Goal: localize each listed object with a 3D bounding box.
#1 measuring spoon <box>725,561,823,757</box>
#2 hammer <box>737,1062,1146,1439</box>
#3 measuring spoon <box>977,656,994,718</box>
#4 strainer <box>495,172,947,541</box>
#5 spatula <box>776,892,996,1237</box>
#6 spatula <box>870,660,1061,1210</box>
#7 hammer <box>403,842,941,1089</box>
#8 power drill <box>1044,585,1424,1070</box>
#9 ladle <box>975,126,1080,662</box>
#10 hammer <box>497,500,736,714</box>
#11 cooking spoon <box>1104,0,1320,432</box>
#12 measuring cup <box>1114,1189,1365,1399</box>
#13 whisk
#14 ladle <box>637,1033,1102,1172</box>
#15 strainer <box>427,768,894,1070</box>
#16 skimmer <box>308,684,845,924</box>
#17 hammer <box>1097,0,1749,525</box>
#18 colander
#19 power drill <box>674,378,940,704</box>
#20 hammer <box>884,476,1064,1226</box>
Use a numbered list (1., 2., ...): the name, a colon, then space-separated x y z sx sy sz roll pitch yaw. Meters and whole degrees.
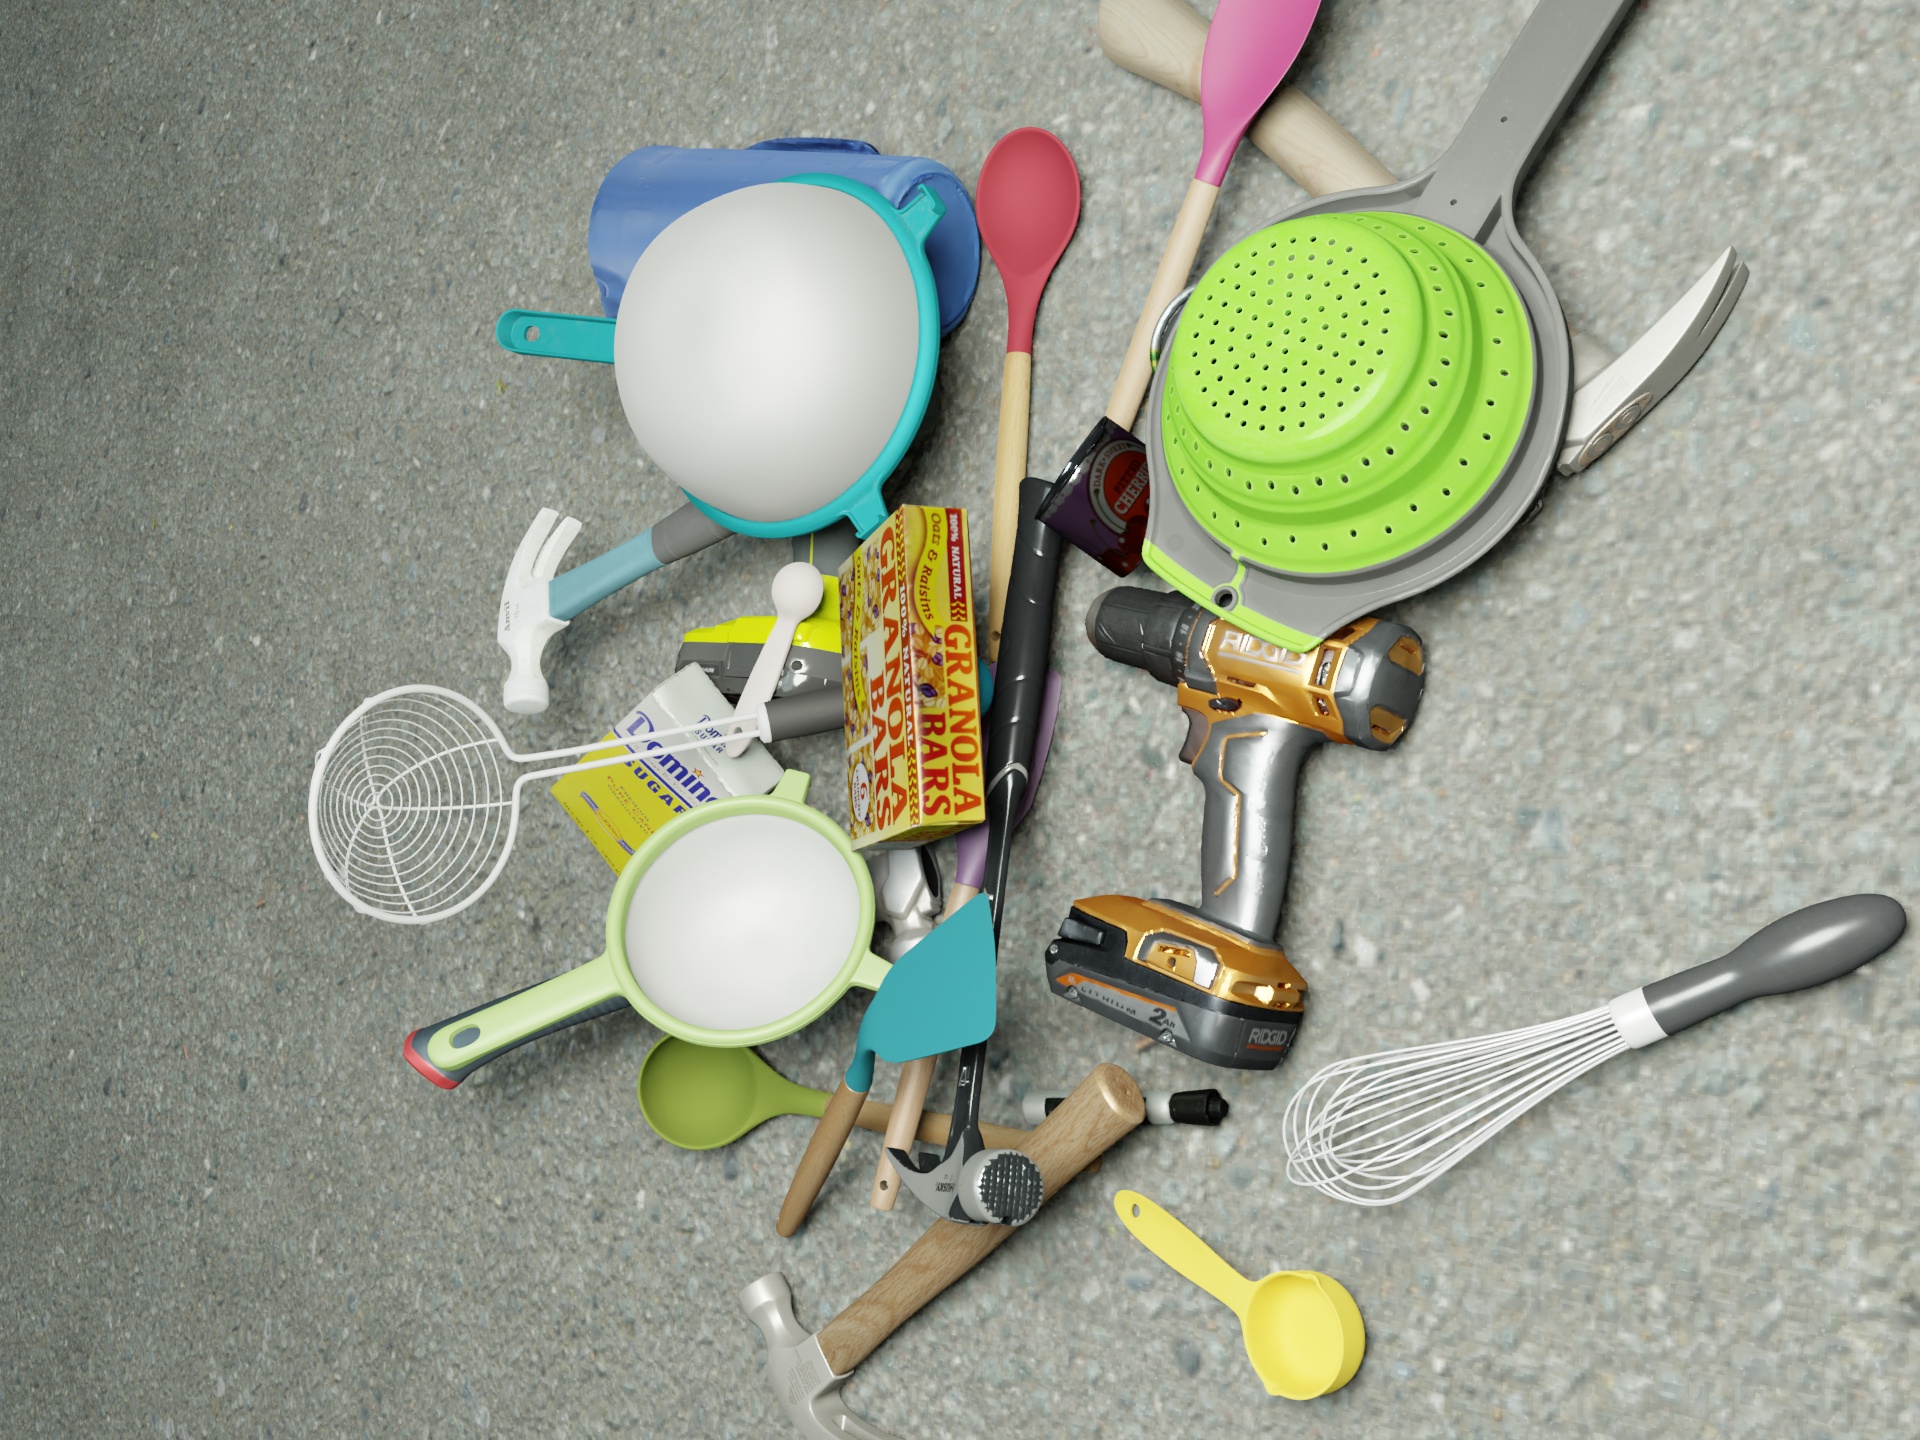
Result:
1. measuring spoon: -0.116 -0.036 0.936 0.034 0.018 0.124 25 95 33
2. hammer: -0.009 0.296 0.875 0.331 0.031 0.130 -50 58 30
3. measuring spoon: -0.001 -0.003 0.893 0.128 0.021 0.042 121 147 -68
4. strainer: -0.175 -0.224 0.919 0.340 0.095 0.211 13 95 31
5. spatula: -0.051 0.211 0.863 0.317 0.044 0.082 115 160 -45
6. spatula: -0.005 0.118 0.898 0.060 0.018 0.316 12 82 18
7. hammer: -0.192 0.140 1.001 0.386 0.038 0.143 -21 69 18
8. power drill: 0.116 0.041 0.807 0.185 0.084 0.226 18 91 41
9. ladle: 0.033 -0.191 0.940 0.069 0.031 0.315 2 86 29
10. hammer: -0.178 -0.114 0.999 0.331 0.033 0.128 -22 65 32
11. cooking spoon: 0.122 -0.261 0.848 0.069 0.017 0.318 41 120 43
12. measuring cup: 0.136 0.277 0.793 0.157 0.029 0.062 26 100 50
13. whisk: 0.264 0.141 0.690 0.284 0.070 0.070 -32 64 25
14. ladle: -0.063 0.233 0.934 0.320 0.062 0.078 1 87 36
15. strainer: -0.168 0.143 0.897 0.256 0.069 0.152 -24 60 -8
16. skimmer: -0.164 0.019 0.878 0.090 0.363 0.127 -150 50 -73
17. hammer: 0.202 -0.285 0.813 0.146 0.038 0.411 -48 57 21
18. colander: 0.204 -0.227 0.708 0.205 0.094 0.397 35 98 30
19. power drill: -0.106 -0.120 1.012 0.171 0.080 0.223 4 82 39
20. hammer: 0.022 0.056 0.849 0.149 0.036 0.409 145 136 -64
